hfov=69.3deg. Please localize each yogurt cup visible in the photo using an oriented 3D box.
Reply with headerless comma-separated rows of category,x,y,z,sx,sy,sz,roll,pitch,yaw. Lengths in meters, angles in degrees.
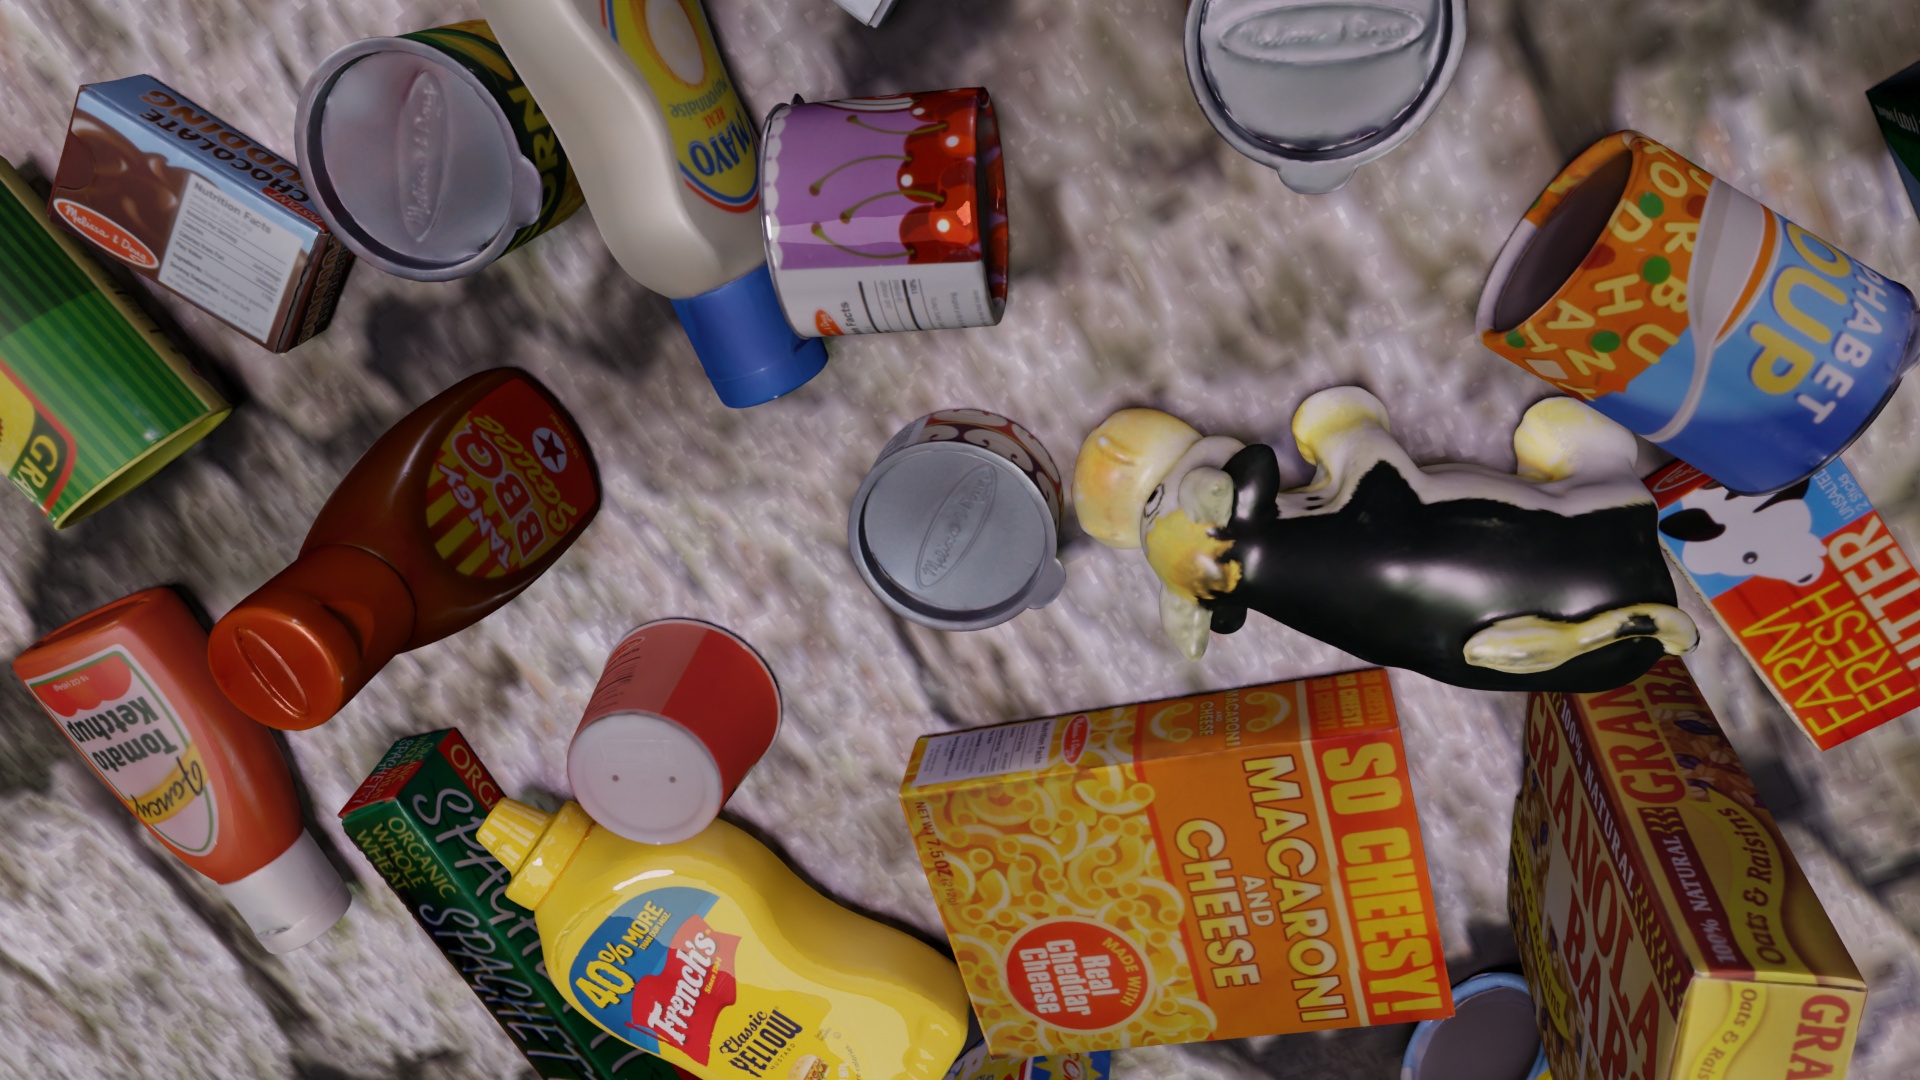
yogurt cup,-0.102,0.069,0.487,0.072,0.054,0.072,3,115,7

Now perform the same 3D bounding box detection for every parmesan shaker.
parmesan shaker,-0.303,-0.063,0.452,0.071,0.071,0.103,-31,107,22

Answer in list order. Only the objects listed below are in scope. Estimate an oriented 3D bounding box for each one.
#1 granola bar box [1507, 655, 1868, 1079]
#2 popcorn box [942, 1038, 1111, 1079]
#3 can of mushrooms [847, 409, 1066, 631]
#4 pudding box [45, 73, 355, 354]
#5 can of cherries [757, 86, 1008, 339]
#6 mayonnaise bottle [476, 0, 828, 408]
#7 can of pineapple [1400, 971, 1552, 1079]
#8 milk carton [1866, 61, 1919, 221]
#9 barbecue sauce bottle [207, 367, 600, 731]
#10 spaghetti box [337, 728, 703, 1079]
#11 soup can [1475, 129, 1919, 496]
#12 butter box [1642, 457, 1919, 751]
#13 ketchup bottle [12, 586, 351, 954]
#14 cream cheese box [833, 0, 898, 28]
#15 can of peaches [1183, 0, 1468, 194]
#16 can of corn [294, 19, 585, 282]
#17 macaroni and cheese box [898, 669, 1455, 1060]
granola bar box,0.194,0.113,0.397,0.039,0.166,0.123,0,116,11
popcorn box,0.002,0.247,0.537,0.038,0.085,0.126,38,116,-9
can of mushrooms,0.002,-0.006,0.446,0.071,0.033,0.070,4,115,8
pudding box,-0.238,-0.104,0.440,0.084,0.030,0.049,31,117,-6
can of cherries,-0.019,-0.094,0.390,0.058,0.072,0.071,-2,115,11
mayonnaise bottle,-0.083,-0.110,0.395,0.041,0.065,0.147,-9,118,29
can of pineapple,0.201,0.195,0.492,0.058,0.071,0.070,41,115,-11
milk carton,0.316,-0.047,0.353,0.073,0.073,0.190,-29,107,21
barbecue sauce bottle,-0.159,0.001,0.411,0.043,0.149,0.064,-21,110,19
spaghetti box,-0.154,0.186,0.554,0.028,0.050,0.249,-23,110,17
soup can,0.193,-0.061,0.367,0.084,0.072,0.071,29,117,-5
butter box,0.253,0.012,0.418,0.053,0.024,0.103,-37,104,23
ketchup bottle,-0.291,0.092,0.535,0.064,0.044,0.148,-18,112,17
cream cheese box,-0.050,-0.191,0.370,0.104,0.024,0.053,34,116,-8
can of peaches,0.090,-0.131,0.357,0.071,0.058,0.071,3,116,7
can of corn,-0.144,-0.114,0.404,0.071,0.058,0.070,4,116,8
macaroni and cheese box,0.076,0.116,0.488,0.166,0.040,0.123,-11,113,15
